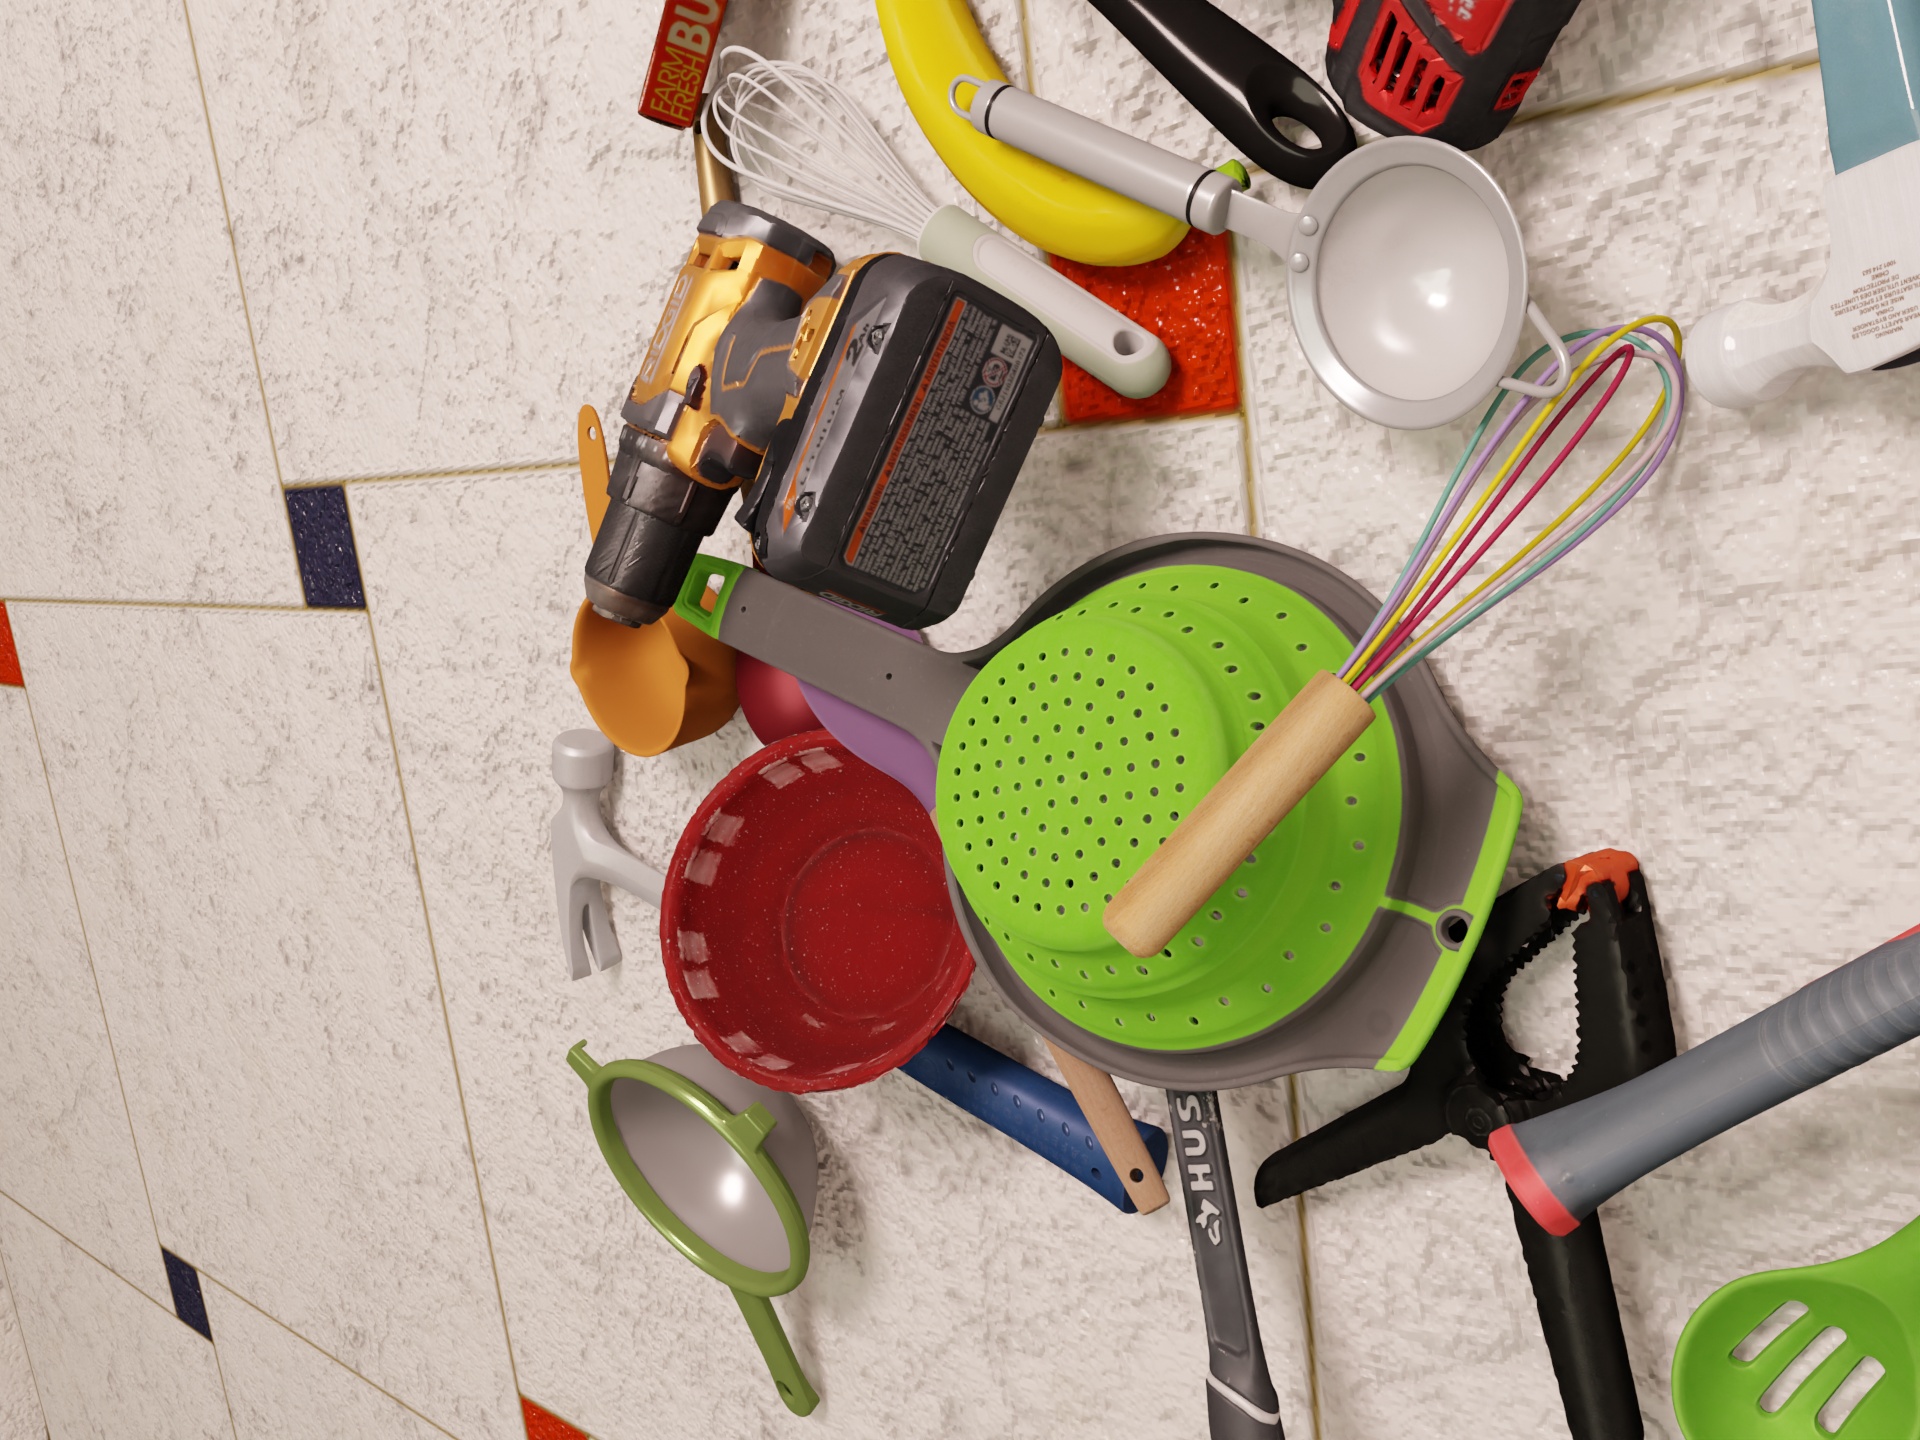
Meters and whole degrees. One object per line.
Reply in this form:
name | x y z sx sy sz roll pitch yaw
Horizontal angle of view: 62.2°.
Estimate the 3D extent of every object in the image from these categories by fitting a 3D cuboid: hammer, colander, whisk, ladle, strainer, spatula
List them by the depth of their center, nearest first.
hammer | 0.281 0.037 0.391 0.038 0.143 0.386 55 136 16
hammer | 0.212 -0.253 0.396 0.128 0.033 0.331 175 84 -70
whisk | 0.128 -0.027 0.470 0.051 0.047 0.245 43 90 12
strainer | 0.091 -0.167 0.517 0.259 0.050 0.086 35 134 28
whisk | 0.027 -0.282 0.558 0.296 0.073 0.073 46 129 14
colander | -0.001 -0.002 0.600 0.397 0.094 0.204 25 96 36
hammer | 0.099 0.236 0.607 0.149 0.036 0.409 -16 78 43
whisk | -0.014 -0.198 0.630 0.246 0.058 0.059 39 161 21
spatula | 0.003 0.059 0.663 0.060 0.018 0.316 -33 65 9
ladle | -0.095 -0.127 0.738 0.069 0.031 0.315 -2 101 32
hammer | -0.074 0.135 0.796 0.406 0.035 0.144 23 118 35
strainer | -0.107 0.268 0.861 0.151 0.069 0.256 7 125 39

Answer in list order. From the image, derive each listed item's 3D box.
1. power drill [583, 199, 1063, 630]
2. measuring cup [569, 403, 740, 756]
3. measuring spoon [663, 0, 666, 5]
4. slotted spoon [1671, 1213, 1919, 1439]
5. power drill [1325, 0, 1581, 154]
power drill | -0.075 -0.103 0.623 0.226 0.084 0.185 33 101 53
measuring cup | -0.153 -0.071 0.791 0.095 0.052 0.173 0 102 42
measuring spoon | -0.110 -0.359 0.681 0.034 0.018 0.124 33 123 30
slotted spoon | 0.310 0.122 0.453 0.070 0.031 0.313 40 125 25
power drill | 0.090 -0.275 0.452 0.220 0.078 0.143 36 143 12
